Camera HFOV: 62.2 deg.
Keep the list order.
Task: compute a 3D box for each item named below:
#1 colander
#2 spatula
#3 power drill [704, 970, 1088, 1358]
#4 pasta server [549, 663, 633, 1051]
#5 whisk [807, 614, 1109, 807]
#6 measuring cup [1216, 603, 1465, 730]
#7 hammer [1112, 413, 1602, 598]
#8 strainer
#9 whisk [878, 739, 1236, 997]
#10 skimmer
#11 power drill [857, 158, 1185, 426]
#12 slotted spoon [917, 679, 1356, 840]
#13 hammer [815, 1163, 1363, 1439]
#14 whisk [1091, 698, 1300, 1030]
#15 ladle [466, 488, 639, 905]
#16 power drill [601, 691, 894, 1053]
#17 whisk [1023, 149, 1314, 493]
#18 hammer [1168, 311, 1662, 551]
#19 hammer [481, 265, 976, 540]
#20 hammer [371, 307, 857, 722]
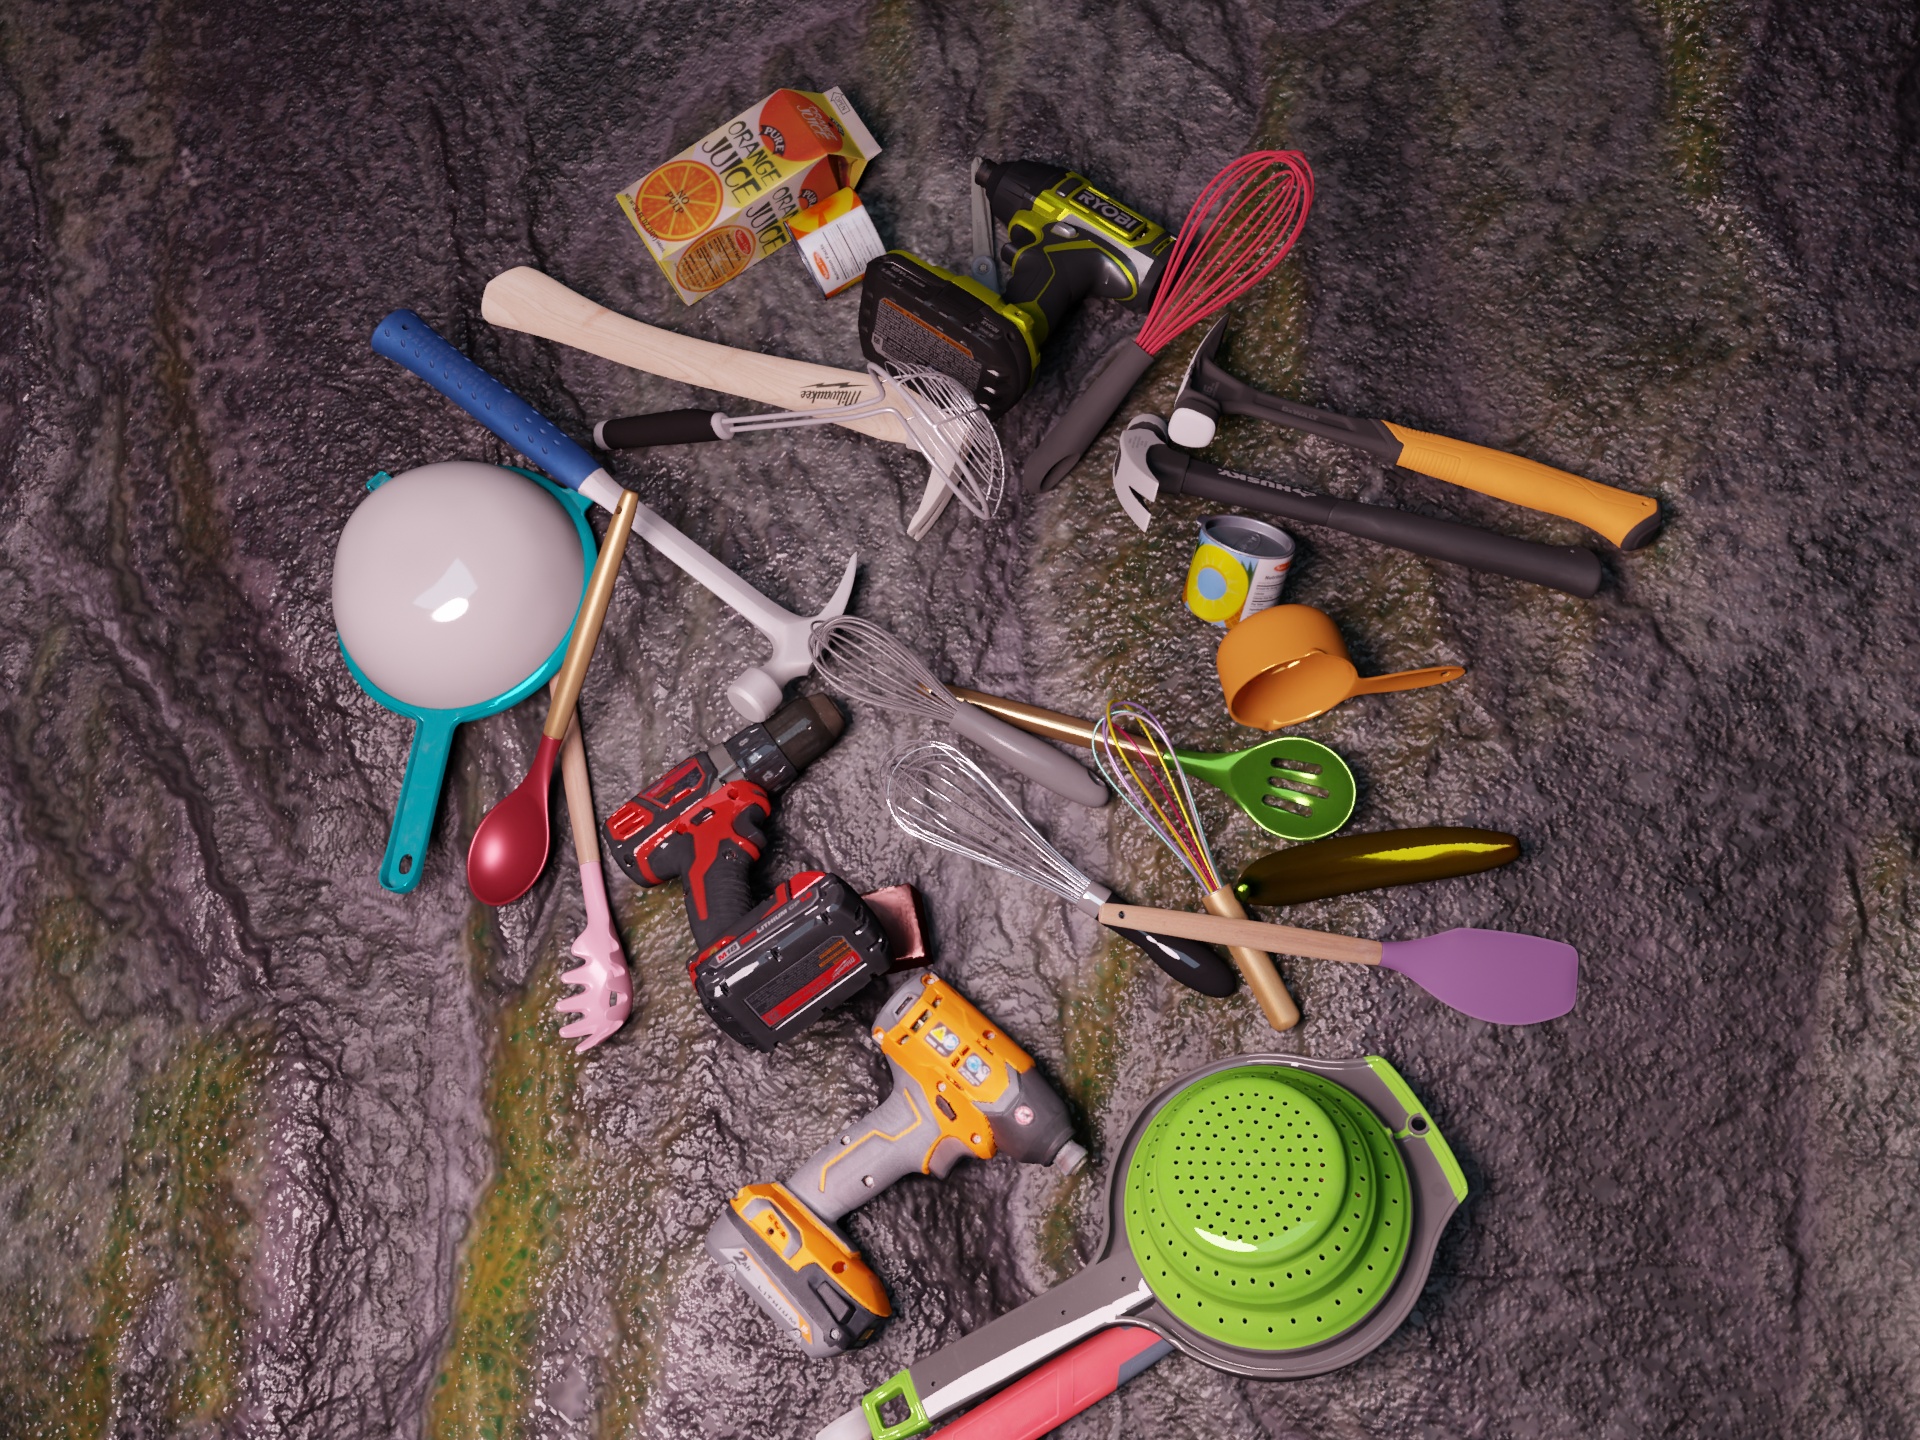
[{"bbox_3d":[0.108,0.321,0.958,0.397,0.094,0.205,-29,52,-1],"label":"colander"},{"bbox_3d":[0.245,0.149,1.028,0.316,0.018,0.060,9,80,-2],"label":"spatula"},{"bbox_3d":[-0.036,0.297,1.026,0.164,0.084,0.226,38,81,21],"label":"power drill"},{"bbox_3d":[-0.276,0.077,1.141,0.060,0.040,0.316,-26,69,36],"label":"pasta server"},{"bbox_3d":[-0.001,-0.004,1.099,0.239,0.055,0.055,30,82,0],"label":"whisk"},{"bbox_3d":[0.257,-0.043,1.079,0.173,0.095,0.052,-6,59,-14],"label":"measuring cup"},{"bbox_3d":[0.267,-0.136,1.083,0.335,0.146,0.035,15,120,5],"label":"hammer"},{"bbox_3d":[-0.386,-0.051,1.141,0.211,0.095,0.341,2,70,12],"label":"strainer"},{"bbox_3d":[0.063,0.104,1.078,0.285,0.070,0.070,33,83,9],"label":"whisk"},{"bbox_3d":[-0.130,-0.189,1.113,0.363,0.127,0.090,2,58,31],"label":"skimmer"},{"bbox_3d":[0.034,-0.319,1.136,0.171,0.080,0.223,35,55,14],"label":"power drill"},{"bbox_3d":[0.117,0.016,1.103,0.314,0.031,0.070,15,96,14],"label":"slotted spoon"},{"bbox_3d":[0.106,0.413,1.002,0.386,0.038,0.143,-32,75,0],"label":"hammer"},{"bbox_3d":[0.156,0.095,1.054,0.051,0.047,0.245,-28,85,2],"label":"whisk"},{"bbox_3d":[-0.280,-0.014,1.118,0.069,0.031,0.315,28,104,26],"label":"ladle"},{"bbox_3d":[-0.127,0.087,1.062,0.188,0.080,0.227,-35,44,-4],"label":"power drill"},{"bbox_3d":[0.141,-0.278,1.122,0.073,0.073,0.296,44,107,15],"label":"whisk"},{"bbox_3d":[0.318,-0.191,1.106,0.337,0.034,0.127,19,50,6],"label":"hammer"},{"bbox_3d":[-0.185,-0.259,1.207,0.411,0.038,0.146,18,88,14],"label":"hammer"},{"bbox_3d":[-0.255,-0.170,1.149,0.405,0.035,0.144,37,64,7],"label":"hammer"}]
